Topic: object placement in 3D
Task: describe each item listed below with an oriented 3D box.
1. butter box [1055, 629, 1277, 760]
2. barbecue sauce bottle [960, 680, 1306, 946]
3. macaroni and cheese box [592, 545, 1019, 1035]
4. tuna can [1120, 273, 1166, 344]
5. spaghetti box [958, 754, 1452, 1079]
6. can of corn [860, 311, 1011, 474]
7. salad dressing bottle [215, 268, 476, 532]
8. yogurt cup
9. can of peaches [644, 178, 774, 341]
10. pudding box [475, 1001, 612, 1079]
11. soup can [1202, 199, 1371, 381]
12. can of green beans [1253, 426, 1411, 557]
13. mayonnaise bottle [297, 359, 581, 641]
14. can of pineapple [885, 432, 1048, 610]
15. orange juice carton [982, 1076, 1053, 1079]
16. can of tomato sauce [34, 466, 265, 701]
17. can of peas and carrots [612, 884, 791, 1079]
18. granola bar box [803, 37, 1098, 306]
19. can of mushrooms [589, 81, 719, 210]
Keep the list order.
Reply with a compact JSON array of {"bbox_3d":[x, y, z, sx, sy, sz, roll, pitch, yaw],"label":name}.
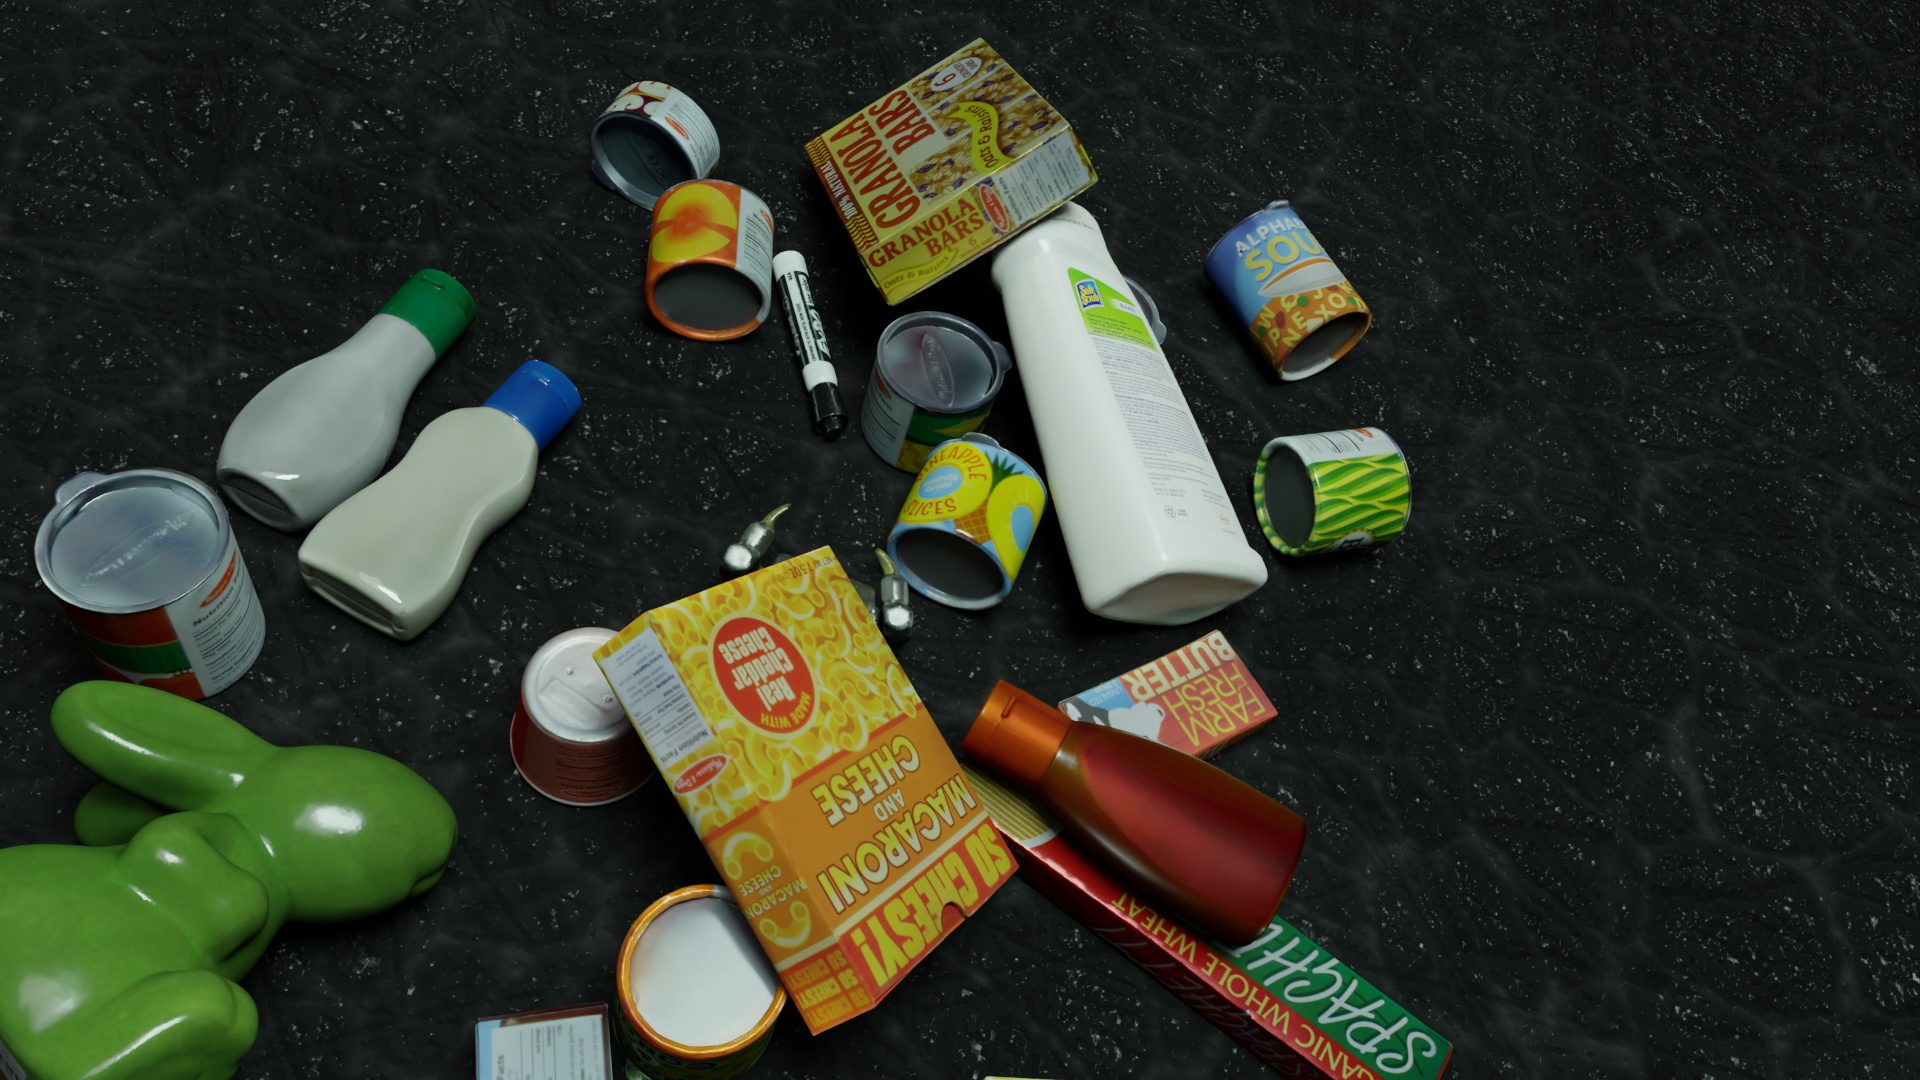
[{"bbox_3d":[0.099,0.086,0.677,0.104,0.024,0.053,-21,65,-26],"label":"butter box"},{"bbox_3d":[0.073,0.112,0.605,0.148,0.043,0.065,30,55,6],"label":"barbecue sauce bottle"},{"bbox_3d":[-0.056,0.092,0.563,0.166,0.040,0.124,58,30,5],"label":"macaroni and cheese box"},{"bbox_3d":[0.081,-0.122,0.803,0.071,0.032,0.071,7,56,-11],"label":"tuna can"},{"bbox_3d":[0.101,0.171,0.619,0.250,0.028,0.050,36,56,9],"label":"spaghetti box"},{"bbox_3d":[-0.014,-0.077,0.732,0.071,0.058,0.071,7,56,-11],"label":"can of corn"},{"bbox_3d":[-0.287,-0.071,0.662,0.064,0.043,0.148,24,54,3],"label":"salad dressing bottle"},{"bbox_3d":[-0.159,0.073,0.596,0.072,0.053,0.073,7,57,-10],"label":"yogurt cup"},{"bbox_3d":[-0.136,-0.148,0.741,0.071,0.071,0.058,4,57,-13],"label":"can of peaches"},{"bbox_3d":[-0.154,0.220,0.516,0.050,0.030,0.084,-2,58,-18],"label":"pudding box"},{"bbox_3d":[0.196,-0.149,0.829,0.071,0.071,0.084,-18,64,-25],"label":"soup can"},{"bbox_3d":[0.200,-0.026,0.753,0.058,0.071,0.071,-7,60,-19],"label":"can of green beans"},{"bbox_3d":[-0.234,-0.025,0.648,0.065,0.041,0.149,29,54,3],"label":"mayonnaise bottle"},{"bbox_3d":[0.002,-0.009,0.685,0.071,0.070,0.058,24,55,1],"label":"can of pineapple"},{"bbox_3d":[0.095,0.255,0.537,0.193,0.071,0.073,7,57,-11],"label":"orange juice carton"},{"bbox_3d":[-0.328,0.020,0.566,0.071,0.082,0.071,7,56,-11],"label":"can of tomato sauce"},{"bbox_3d":[-0.103,0.176,0.541,0.071,0.058,0.071,7,56,-11],"label":"can of peas and carrots"},{"bbox_3d":[-0.011,-0.205,0.757,0.124,0.039,0.166,-30,37,4],"label":"granola bar box"},{"bbox_3d":[-0.172,-0.220,0.779,0.071,0.070,0.034,24,55,1],"label":"can of mushrooms"}]
